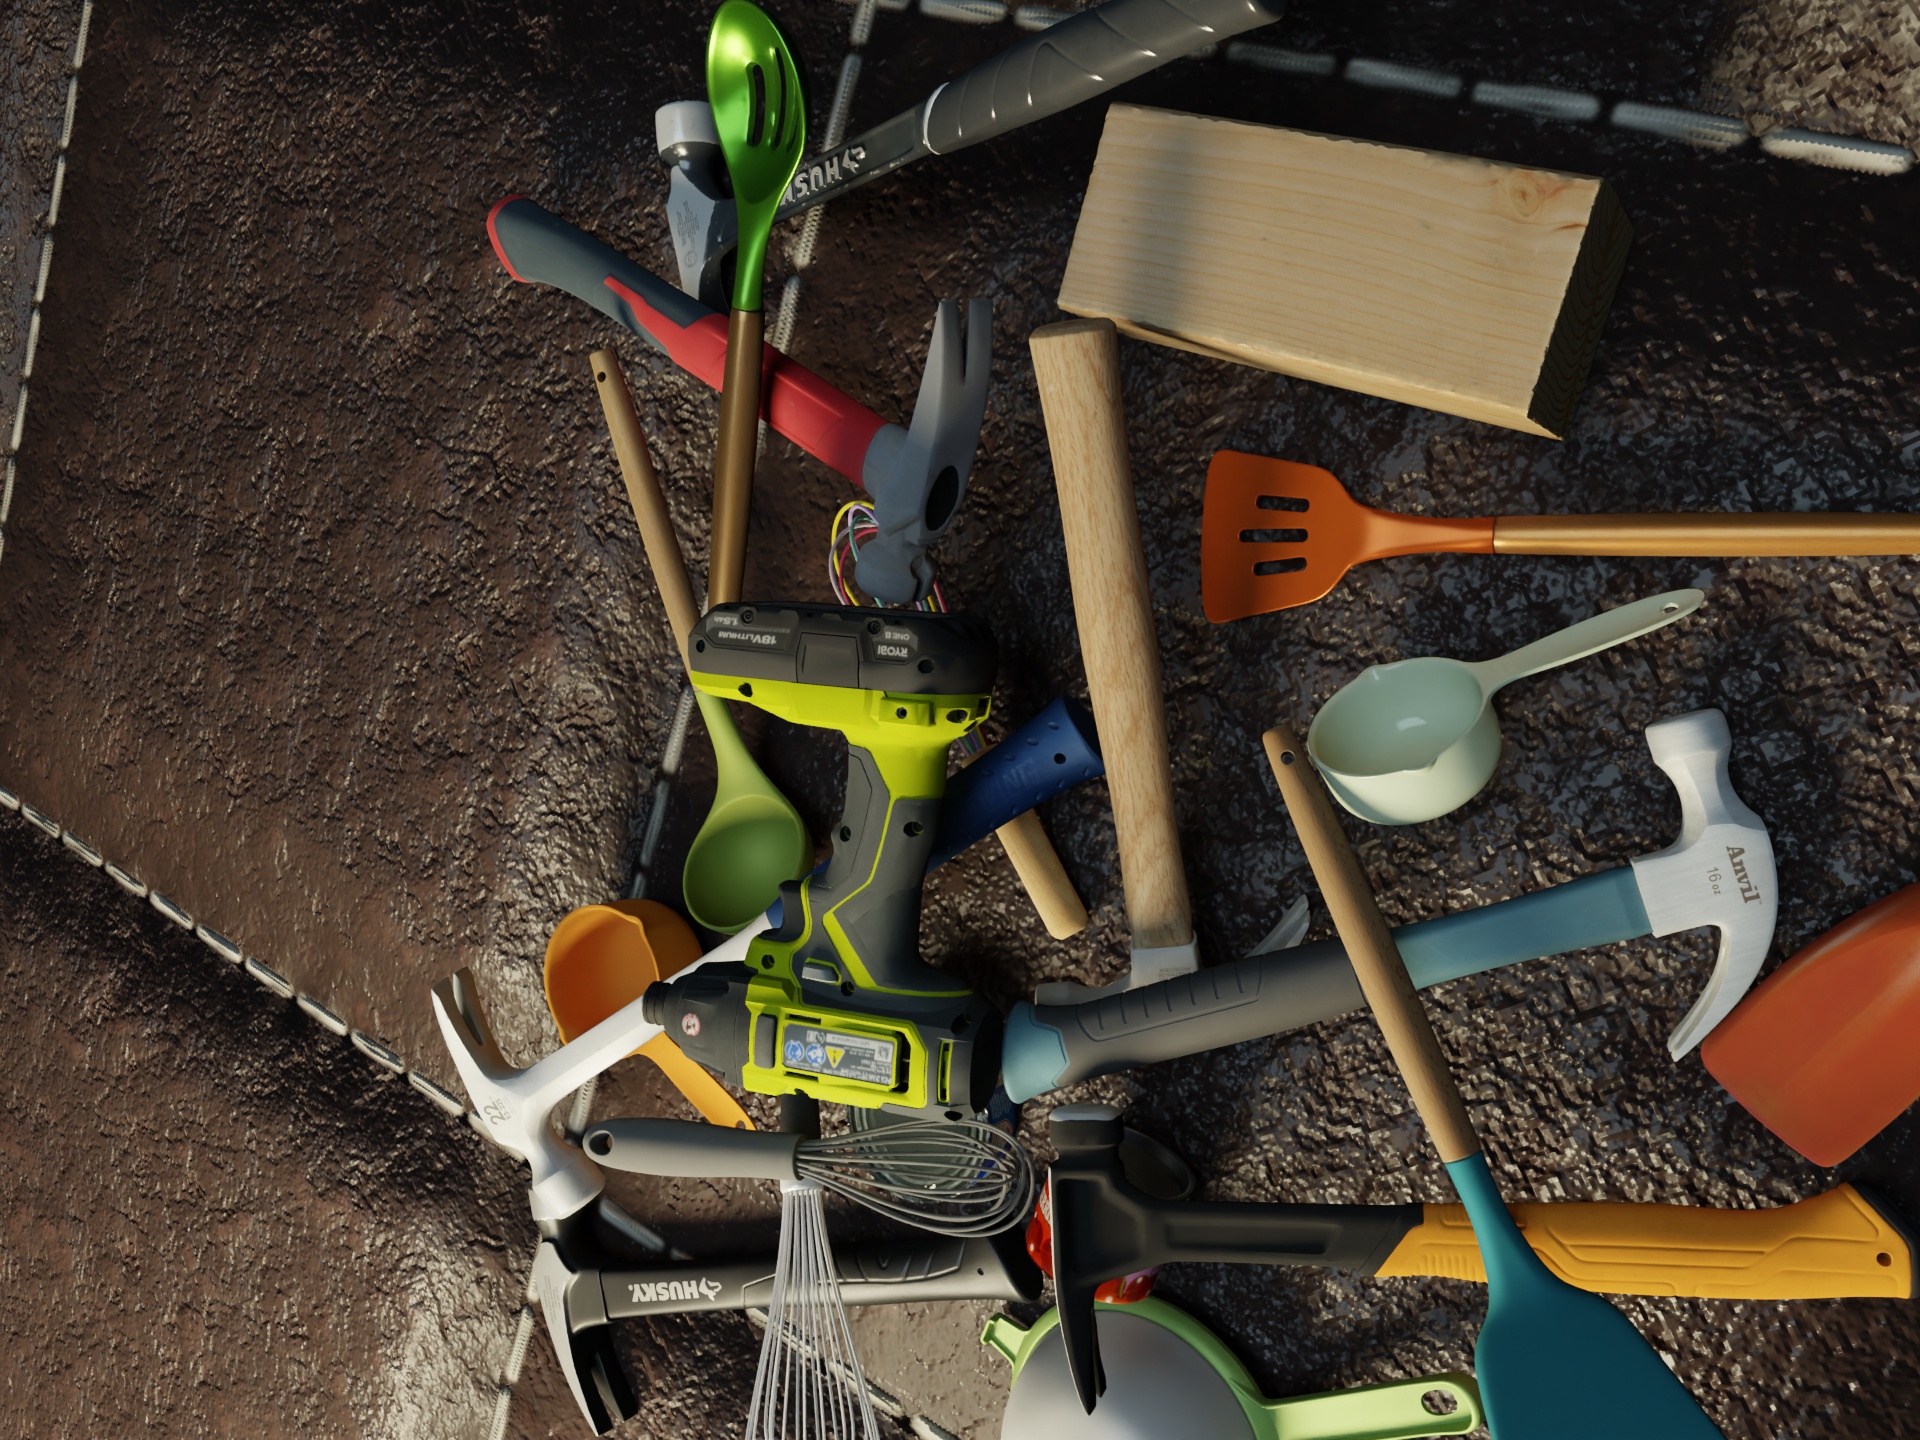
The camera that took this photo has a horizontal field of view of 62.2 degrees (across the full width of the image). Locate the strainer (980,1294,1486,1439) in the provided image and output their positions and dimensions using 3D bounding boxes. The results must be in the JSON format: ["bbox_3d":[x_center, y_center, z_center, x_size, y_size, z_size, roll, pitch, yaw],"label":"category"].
[{"bbox_3d":[0.110,0.332,0.715,0.256,0.069,0.151,-27,78,35],"label":"strainer"}]

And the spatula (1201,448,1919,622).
[{"bbox_3d":[0.249,-0.077,0.659,0.323,0.041,0.081,3,94,26],"label":"spatula"}]

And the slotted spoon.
[{"bbox_3d":[-0.103,-0.169,0.751,0.070,0.031,0.313,28,121,39],"label":"slotted spoon"}]

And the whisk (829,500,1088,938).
[{"bbox_3d":[-0.002,-0.002,0.799,0.047,0.051,0.245,-30,82,16],"label":"whisk"}]

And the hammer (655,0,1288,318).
[{"bbox_3d":[-0.021,-0.267,0.736,0.409,0.036,0.149,-2,95,49],"label":"hammer"}]

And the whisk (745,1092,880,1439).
[{"bbox_3d":[-0.081,0.265,0.810,0.070,0.070,0.285,-20,62,30],"label":"whisk"}]

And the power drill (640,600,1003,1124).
[{"bbox_3d":[-0.064,0.060,0.722,0.171,0.080,0.223,6,96,19],"label":"power drill"}]

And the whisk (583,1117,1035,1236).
[{"bbox_3d":[-0.080,0.219,0.784,0.239,0.055,0.055,0,92,18],"label":"whisk"}]

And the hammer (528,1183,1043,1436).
[{"bbox_3d":[-0.104,0.313,0.874,0.335,0.035,0.146,-15,84,30],"label":"hammer"}]

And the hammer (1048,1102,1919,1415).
[{"bbox_3d":[0.202,0.221,0.648,0.337,0.034,0.127,-5,85,18],"label":"hammer"}]

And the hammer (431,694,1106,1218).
[{"bbox_3d":[-0.102,0.106,0.802,0.405,0.035,0.144,-34,92,20],"label":"hammer"}]

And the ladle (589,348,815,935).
[{"bbox_3d":[-0.149,-0.041,0.844,0.078,0.062,0.320,-15,95,24],"label":"ladle"}]

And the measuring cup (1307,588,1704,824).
[{"bbox_3d":[0.229,-0.007,0.660,0.167,0.083,0.038,-24,119,11],"label":"measuring cup"}]

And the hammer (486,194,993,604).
[{"bbox_3d":[-0.131,-0.210,0.816,0.387,0.038,0.143,37,126,34],"label":"hammer"}]

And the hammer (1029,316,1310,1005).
[{"bbox_3d":[0.076,-0.006,0.692,0.130,0.031,0.331,-7,109,10],"label":"hammer"}]

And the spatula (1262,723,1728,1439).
[{"bbox_3d":[0.187,0.145,0.619,0.082,0.044,0.318,-24,77,7],"label":"spatula"}]

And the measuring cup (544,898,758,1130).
[{"bbox_3d":[-0.158,0.171,0.892,0.174,0.052,0.095,41,111,21],"label":"measuring cup"}]

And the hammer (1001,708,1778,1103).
[{"bbox_3d":[0.168,0.104,0.672,0.331,0.033,0.128,-18,84,18],"label":"hammer"}]
